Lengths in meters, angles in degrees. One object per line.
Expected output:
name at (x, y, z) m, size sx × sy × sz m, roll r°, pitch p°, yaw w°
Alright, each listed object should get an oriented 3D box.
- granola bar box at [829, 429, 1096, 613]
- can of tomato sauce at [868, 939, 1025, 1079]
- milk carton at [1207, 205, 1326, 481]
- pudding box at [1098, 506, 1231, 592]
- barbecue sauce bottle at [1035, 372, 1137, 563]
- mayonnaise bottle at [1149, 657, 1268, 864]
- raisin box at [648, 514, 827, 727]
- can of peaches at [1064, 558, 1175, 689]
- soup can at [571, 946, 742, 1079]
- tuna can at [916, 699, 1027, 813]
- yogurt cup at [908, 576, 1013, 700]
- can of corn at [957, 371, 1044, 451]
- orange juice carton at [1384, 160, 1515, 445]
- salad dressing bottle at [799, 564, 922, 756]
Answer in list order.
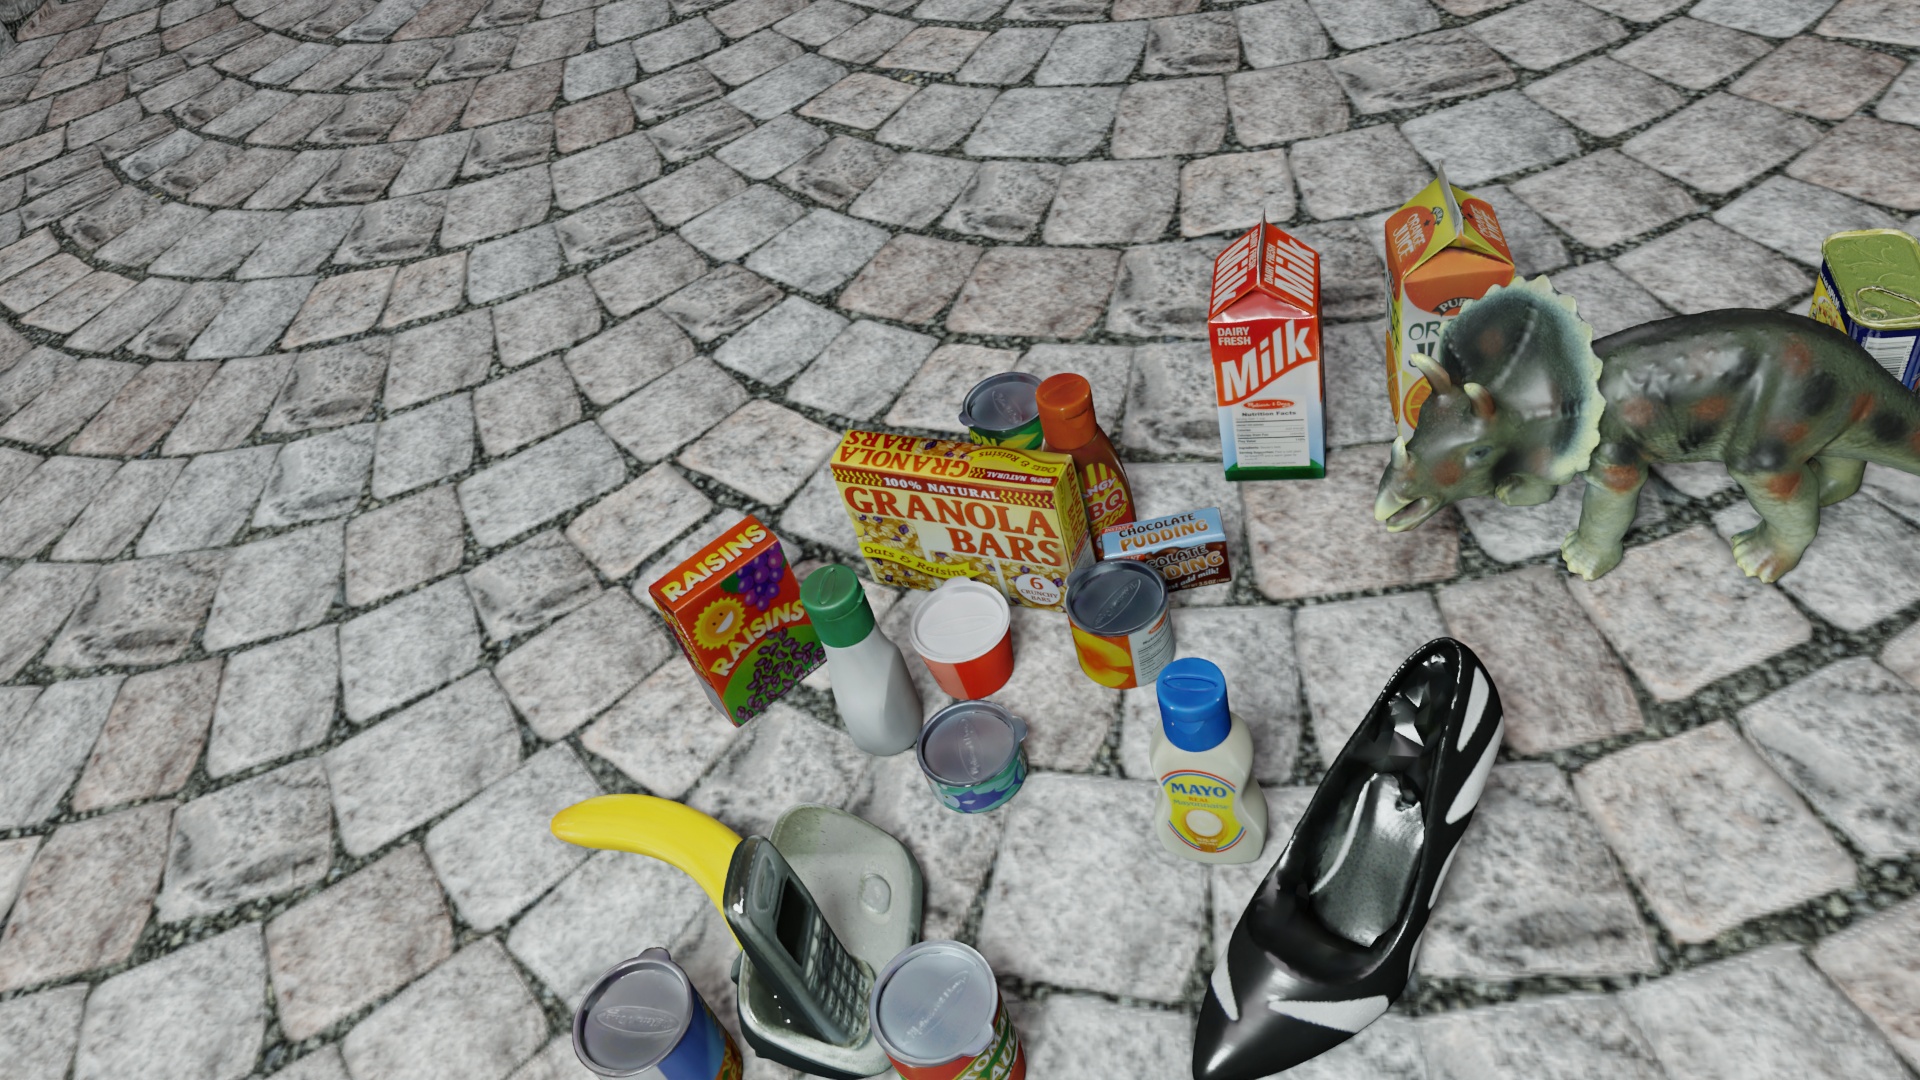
granola bar box at (0.003, -0.012, 0.955) m, size 0.165 × 0.123 × 0.039 m, roll 8°, pitch 50°, yaw 24°
can of tomato sauce at (-0.003, 0.258, 0.720) m, size 0.071 × 0.082 × 0.071 m, roll -9°, pitch 45°, yaw 9°
milk carton at (0.214, -0.133, 0.964) m, size 0.073 × 0.189 × 0.073 m, roll -1°, pitch 47°, yaw 17°
pudding box at (0.140, 0.009, 0.946) m, size 0.084 × 0.049 × 0.030 m, roll -10°, pitch 45°, yaw 7°
barbecue sauce bottle at (0.081, -0.048, 0.949) m, size 0.065 × 0.147 × 0.044 m, roll -27°, pitch 45°, yaw -9°
mayonnaise bottle at (0.133, 0.124, 0.765) m, size 0.065 × 0.147 × 0.041 m, roll 2°, pitch 48°, yaw 19°
raisin box at (-0.146, 0.055, 0.935) m, size 0.086 × 0.122 × 0.040 m, roll -37°, pitch 47°, yaw -19°
can of peaches at (0.103, 0.054, 0.907) m, size 0.071 × 0.057 × 0.071 m, roll -9°, pitch 45°, yaw 9°
soup can at (-0.161, 0.273, 0.753) m, size 0.071 × 0.083 × 0.072 m, roll -9°, pitch 45°, yaw 9°
tuna can at (0.010, 0.135, 0.873) m, size 0.071 × 0.032 × 0.071 m, roll -9°, pitch 45°, yaw 9°
yogurt cup at (0.004, 0.069, 0.925) m, size 0.072 × 0.053 × 0.073 m, roll -9°, pitch 45°, yaw 9°
can of corn at (0.037, -0.085, 1.064) m, size 0.071 × 0.058 × 0.071 m, roll -9°, pitch 45°, yaw 9°
orange juice carton at (0.333, -0.160, 0.953) m, size 0.073 × 0.191 × 0.072 m, roll -6°, pitch 45°, yaw 12°
salad dressing bottle at (-0.062, 0.076, 0.871) m, size 0.044 × 0.147 × 0.064 m, roll -1°, pitch 46°, yaw 16°
